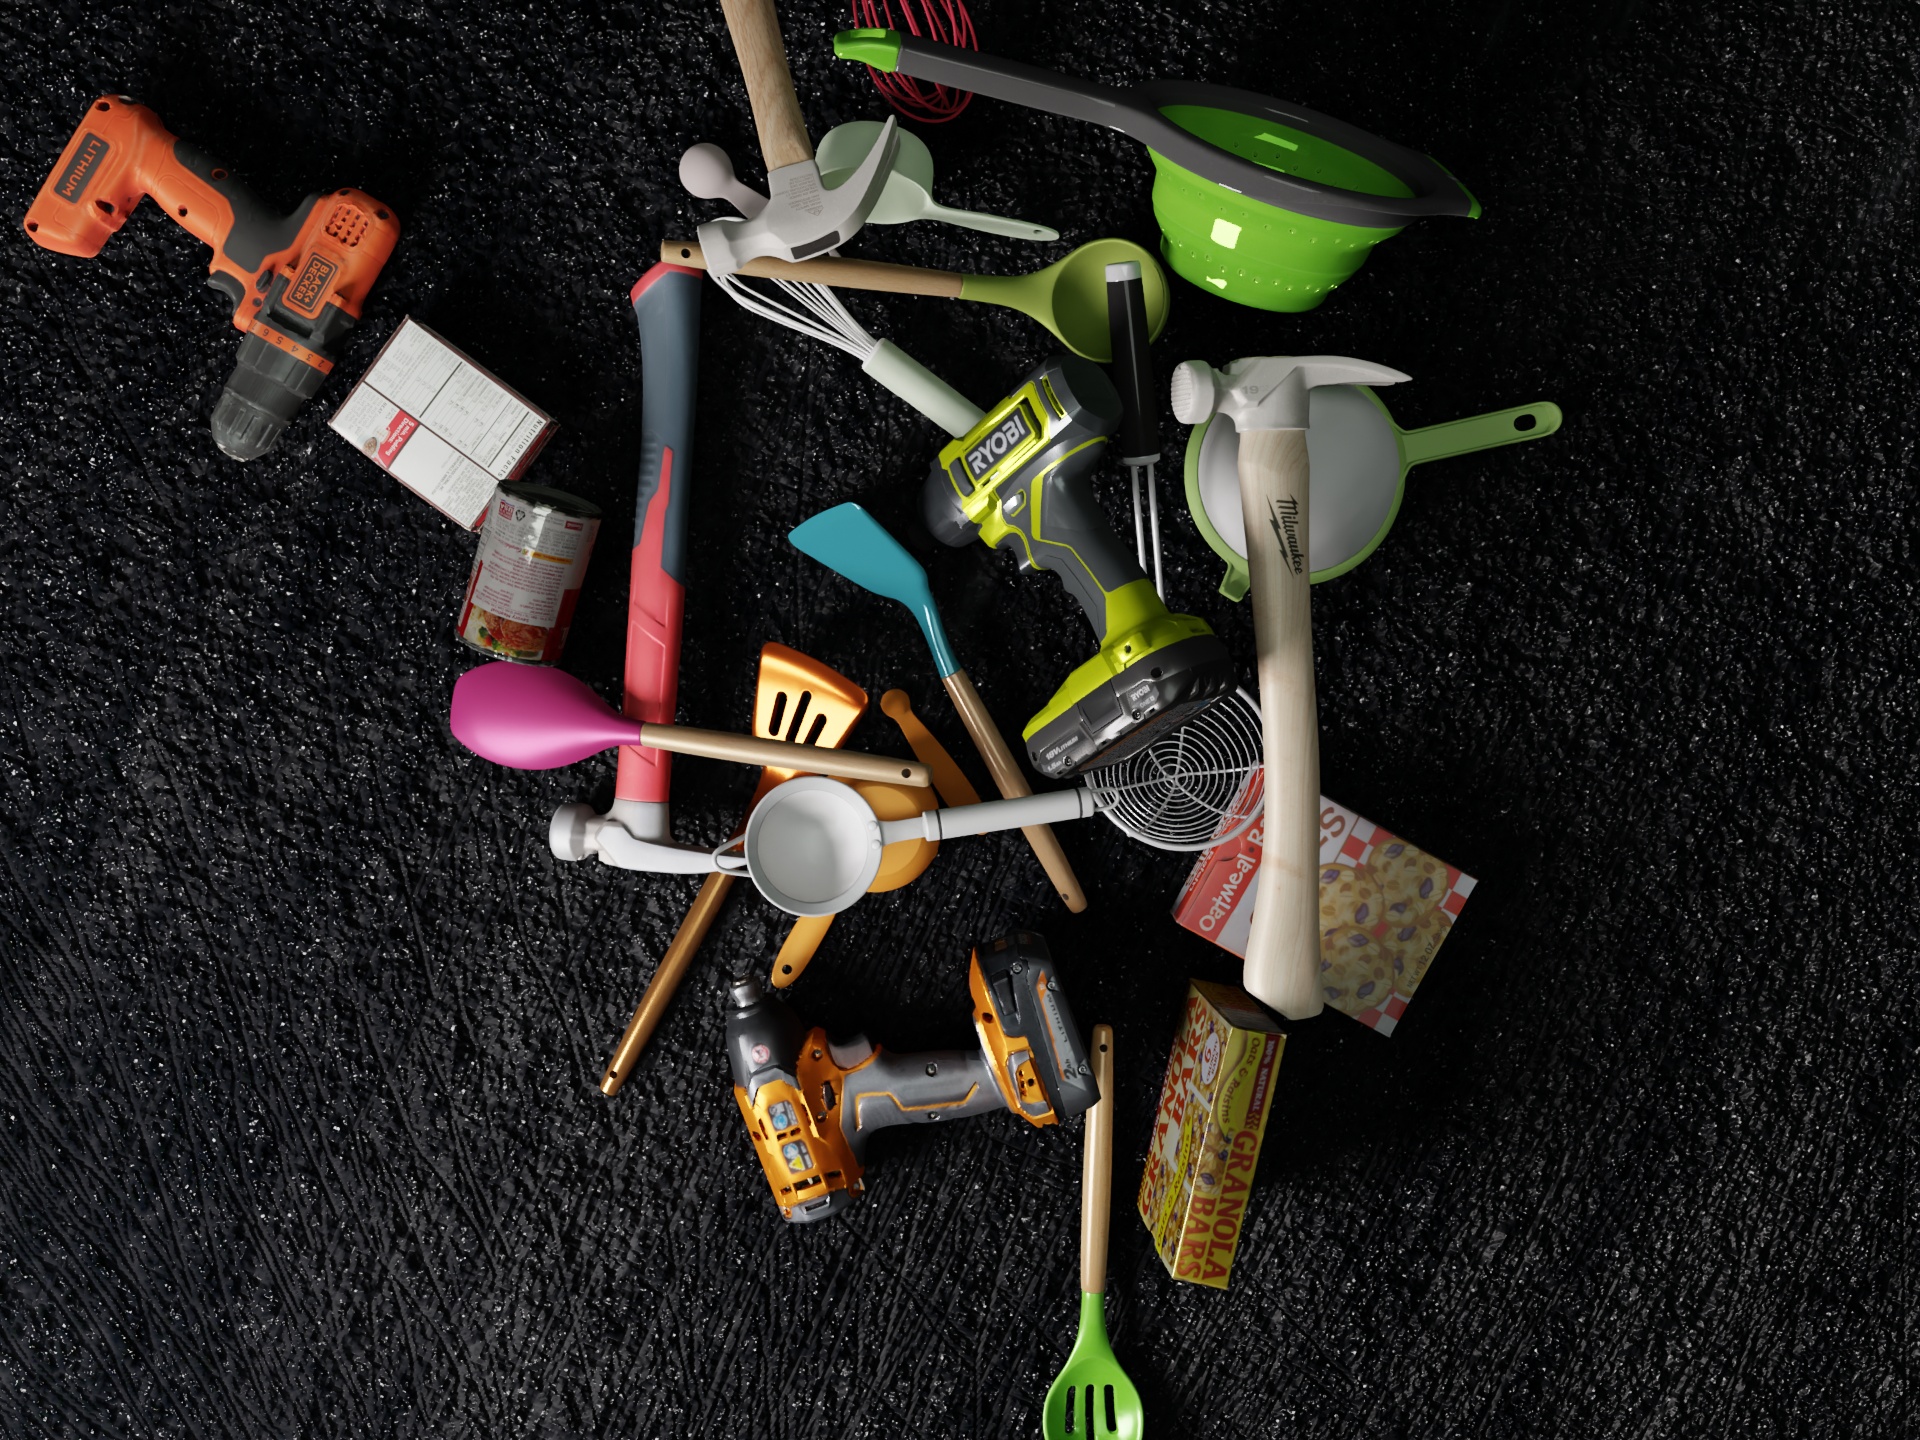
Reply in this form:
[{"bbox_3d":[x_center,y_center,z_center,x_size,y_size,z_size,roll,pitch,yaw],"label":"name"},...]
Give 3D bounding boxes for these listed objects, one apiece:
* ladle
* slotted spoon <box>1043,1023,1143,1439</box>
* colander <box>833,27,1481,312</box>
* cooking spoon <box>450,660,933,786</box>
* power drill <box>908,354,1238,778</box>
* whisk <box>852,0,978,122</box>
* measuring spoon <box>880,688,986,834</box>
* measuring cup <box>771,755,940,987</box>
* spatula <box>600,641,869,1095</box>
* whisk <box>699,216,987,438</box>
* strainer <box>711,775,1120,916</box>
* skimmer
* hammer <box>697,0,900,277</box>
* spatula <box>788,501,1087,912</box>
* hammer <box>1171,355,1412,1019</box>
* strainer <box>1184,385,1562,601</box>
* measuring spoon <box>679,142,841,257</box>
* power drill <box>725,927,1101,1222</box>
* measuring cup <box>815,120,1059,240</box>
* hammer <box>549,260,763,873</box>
[{"bbox_3d":[-0.023,-0.274,0.988,0.320,0.062,0.078,2,101,-16],"label":"ladle"},{"bbox_3d":[0.094,0.364,1.090,0.070,0.031,0.314,1,92,-5],"label":"slotted spoon"},{"bbox_3d":[0.111,-0.330,0.971,0.397,0.205,0.094,9,125,-12],"label":"colander"},{"bbox_3d":[-0.172,0.011,0.986,0.319,0.017,0.069,8,92,11],"label":"cooking spoon"},{"bbox_3d":[0.059,-0.085,0.976,0.171,0.080,0.223,-37,72,39],"label":"power drill"},{"bbox_3d":[-0.059,-0.513,0.998,0.073,0.073,0.296,-20,89,-3],"label":"whisk"},{"bbox_3d":[-0.016,0.029,1.062,0.021,0.011,0.117,-35,96,-1],"label":"measuring spoon"},{"bbox_3d":[-0.077,0.105,1.042,0.095,0.052,0.173,31,90,-6],"label":"measuring cup"},{"bbox_3d":[-0.161,0.105,1.043,0.081,0.041,0.322,29,93,10],"label":"spatula"},{"bbox_3d":[-0.063,-0.240,1.024,0.246,0.059,0.058,35,49,-10],"label":"whisk"},{"bbox_3d":[-0.026,0.068,0.996,0.258,0.050,0.087,-8,87,-6],"label":"strainer"},{"bbox_3d":[0.126,-0.101,1.000,0.127,0.090,0.363,-8,107,-2],"label":"skimmer"},{"bbox_3d":[-0.126,-0.433,0.963,0.130,0.031,0.331,-15,79,1],"label":"hammer"},{"bbox_3d":[-0.002,-0.003,1.043,0.044,0.082,0.317,-37,102,-37],"label":"spatula"},{"bbox_3d":[0.213,-0.019,0.993,0.146,0.038,0.410,-5,96,-12],"label":"hammer"},{"bbox_3d":[0.278,-0.175,1.039,0.256,0.069,0.151,-12,95,-2],"label":"strainer"},{"bbox_3d":[-0.127,-0.328,1.023,0.124,0.018,0.034,35,91,-7],"label":"measuring spoon"},{"bbox_3d":[-0.039,0.216,1.042,0.226,0.084,0.164,-20,96,2],"label":"power drill"},{"bbox_3d":[-0.012,-0.341,1.014,0.167,0.083,0.038,7,83,-21],"label":"measuring cup"},{"bbox_3d":[-0.178,-0.097,1.014,0.143,0.038,0.386,5,92,12],"label":"hammer"}]
